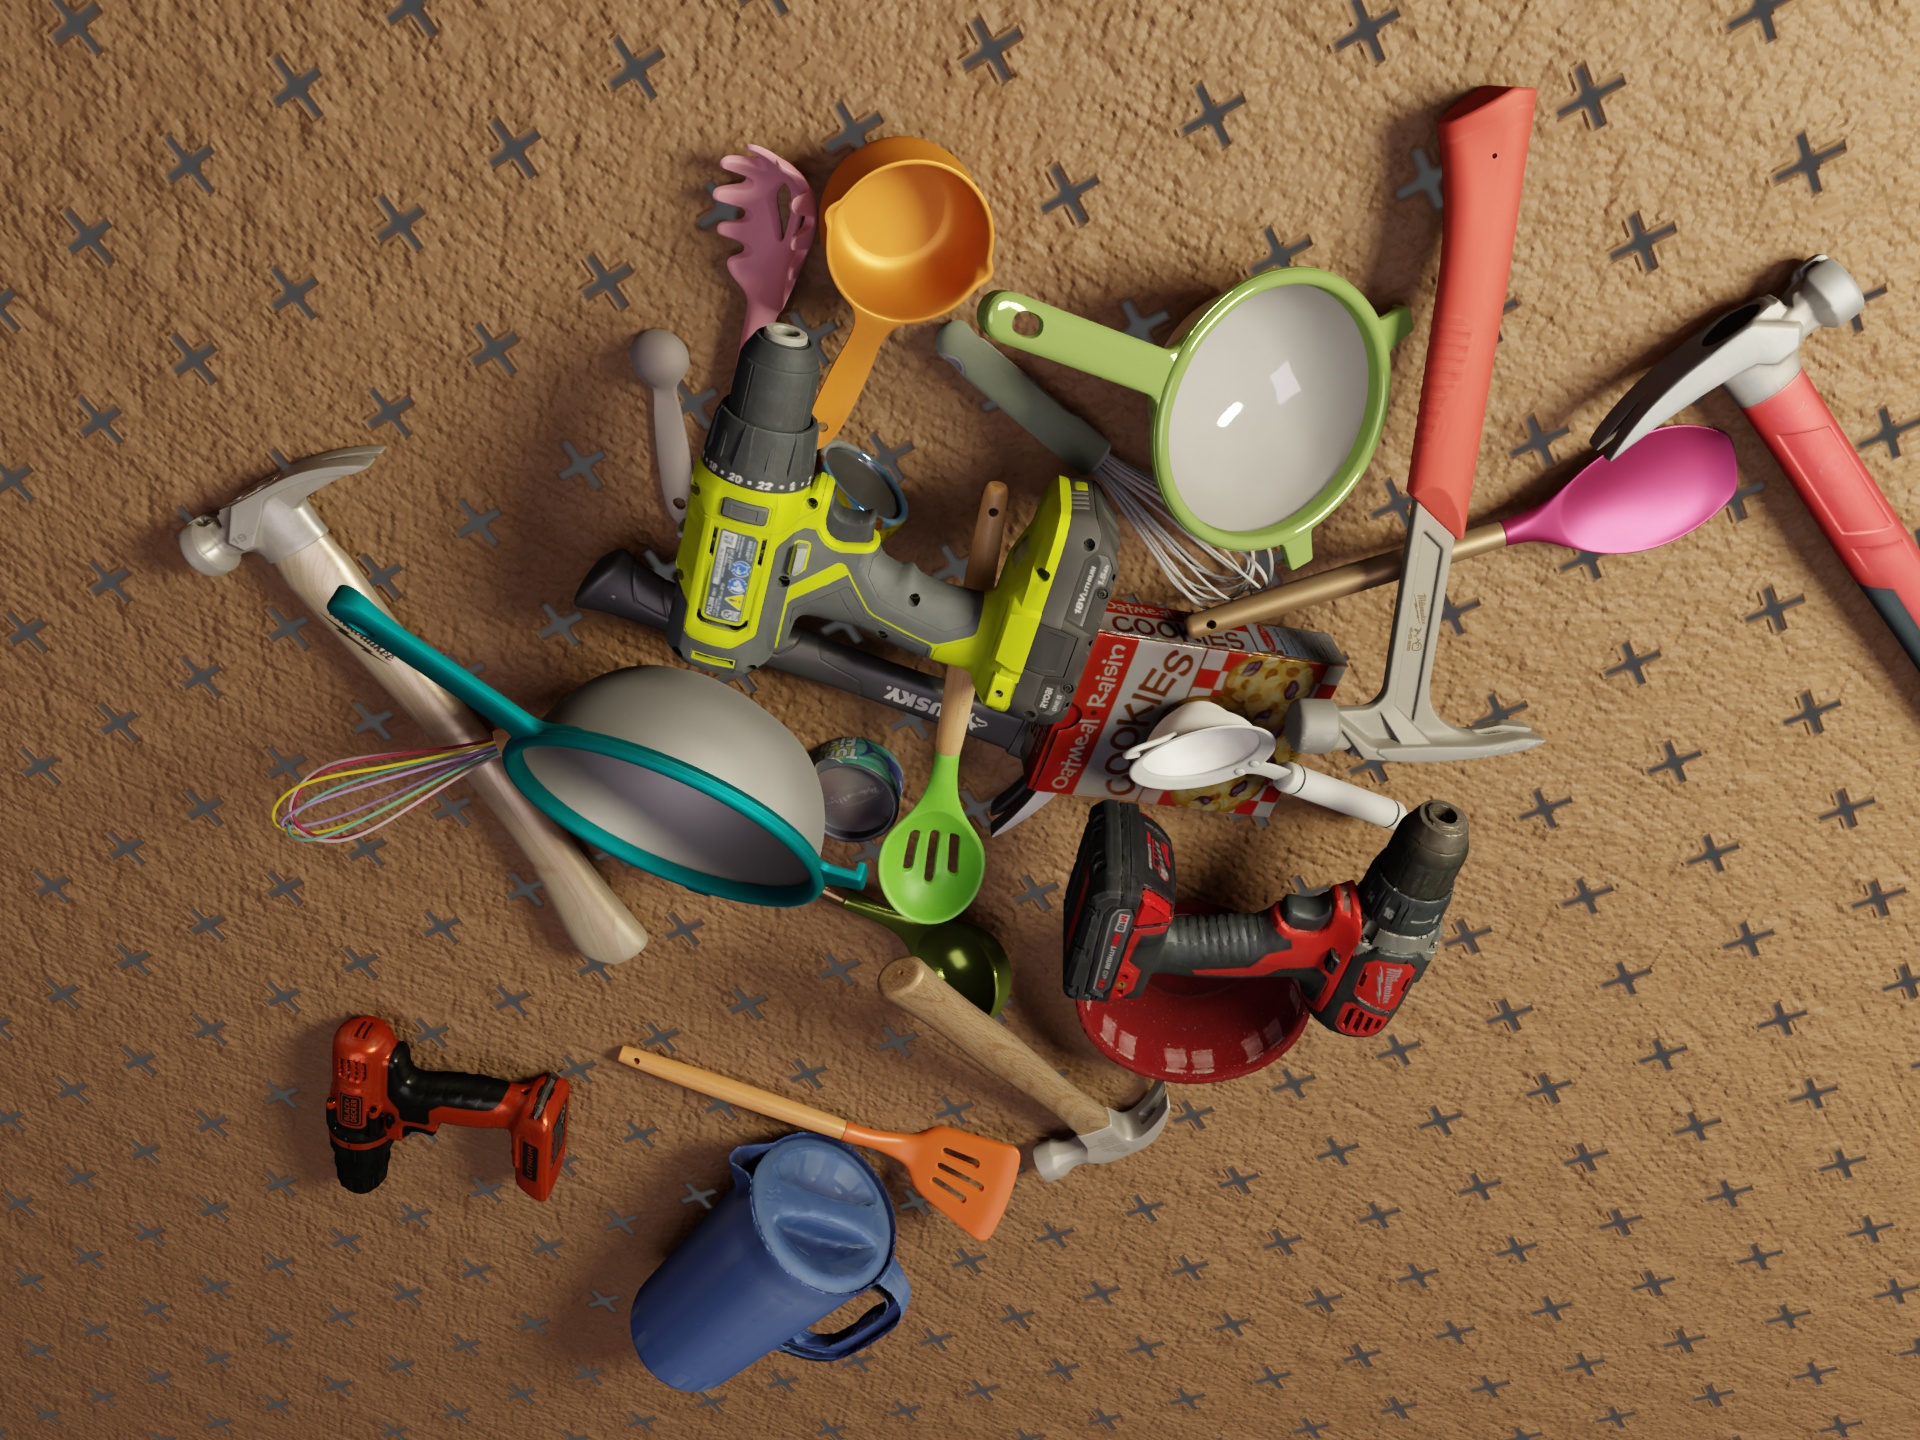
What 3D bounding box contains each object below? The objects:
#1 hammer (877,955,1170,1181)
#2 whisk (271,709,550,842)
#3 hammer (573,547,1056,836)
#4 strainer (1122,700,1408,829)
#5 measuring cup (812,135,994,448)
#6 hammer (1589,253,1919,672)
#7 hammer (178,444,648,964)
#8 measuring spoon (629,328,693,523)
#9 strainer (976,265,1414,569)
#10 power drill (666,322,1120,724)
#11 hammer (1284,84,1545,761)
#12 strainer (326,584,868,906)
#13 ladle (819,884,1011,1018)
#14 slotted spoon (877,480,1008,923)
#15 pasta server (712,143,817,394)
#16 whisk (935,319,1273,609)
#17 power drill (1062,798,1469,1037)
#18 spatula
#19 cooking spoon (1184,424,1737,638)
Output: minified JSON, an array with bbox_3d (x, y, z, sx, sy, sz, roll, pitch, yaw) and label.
[{"bbox_3d":[0.045,0.245,1.126,0.130,0.031,0.331,-25,137,18],"label":"hammer"},{"bbox_3d":[-0.317,0.023,1.017,0.245,0.051,0.047,-21,116,-10],"label":"whisk"},{"bbox_3d":[-0.075,-0.029,0.993,0.334,0.035,0.146,19,124,-13],"label":"hammer"},{"bbox_3d":[0.192,0.031,0.965,0.258,0.050,0.087,19,144,-34],"label":"strainer"},{"bbox_3d":[-0.049,-0.228,0.850,0.095,0.052,0.173,14,127,-25],"label":"measuring cup"},{"bbox_3d":[0.516,-0.073,0.904,0.143,0.038,0.386,-38,114,19],"label":"hammer"},{"bbox_3d":[-0.326,0.008,1.062,0.146,0.038,0.410,-22,120,18],"label":"hammer"},{"bbox_3d":[-0.172,-0.168,0.934,0.034,0.018,0.124,1,125,5],"label":"measuring spoon"},{"bbox_3d":[0.107,-0.180,0.825,0.256,0.069,0.151,11,108,-31],"label":"strainer"},{"bbox_3d":[-0.035,-0.098,0.855,0.228,0.080,0.190,14,121,-7],"label":"power drill"},{"bbox_3d":[0.268,-0.146,0.849,0.149,0.037,0.359,-1,113,-9],"label":"hammer"},{"bbox_3d":[-0.210,-0.006,0.955,0.340,0.095,0.211,39,151,-30],"label":"strainer"},{"bbox_3d":[-0.106,0.119,1.102,0.320,0.062,0.078,29,127,-10],"label":"ladle"},{"bbox_3d":[-0.002,-0.003,0.975,0.070,0.031,0.313,7,123,-5],"label":"slotted spoon"},{"bbox_3d":[-0.133,-0.175,0.914,0.060,0.040,0.316,37,129,22],"label":"pasta server"},{"bbox_3d":[0.084,-0.145,0.910,0.246,0.058,0.059,37,86,-15],"label":"whisk"},{"bbox_3d":[0.186,0.110,0.973,0.226,0.080,0.187,8,133,-4],"label":"power drill"},{"bbox_3d":[-0.114,0.315,1.243,0.322,0.041,0.081,20,95,-5],"label":"spatula"},{"bbox_3d":[0.282,-0.099,0.904,0.319,0.017,0.068,-17,114,4],"label":"cooking spoon"}]
